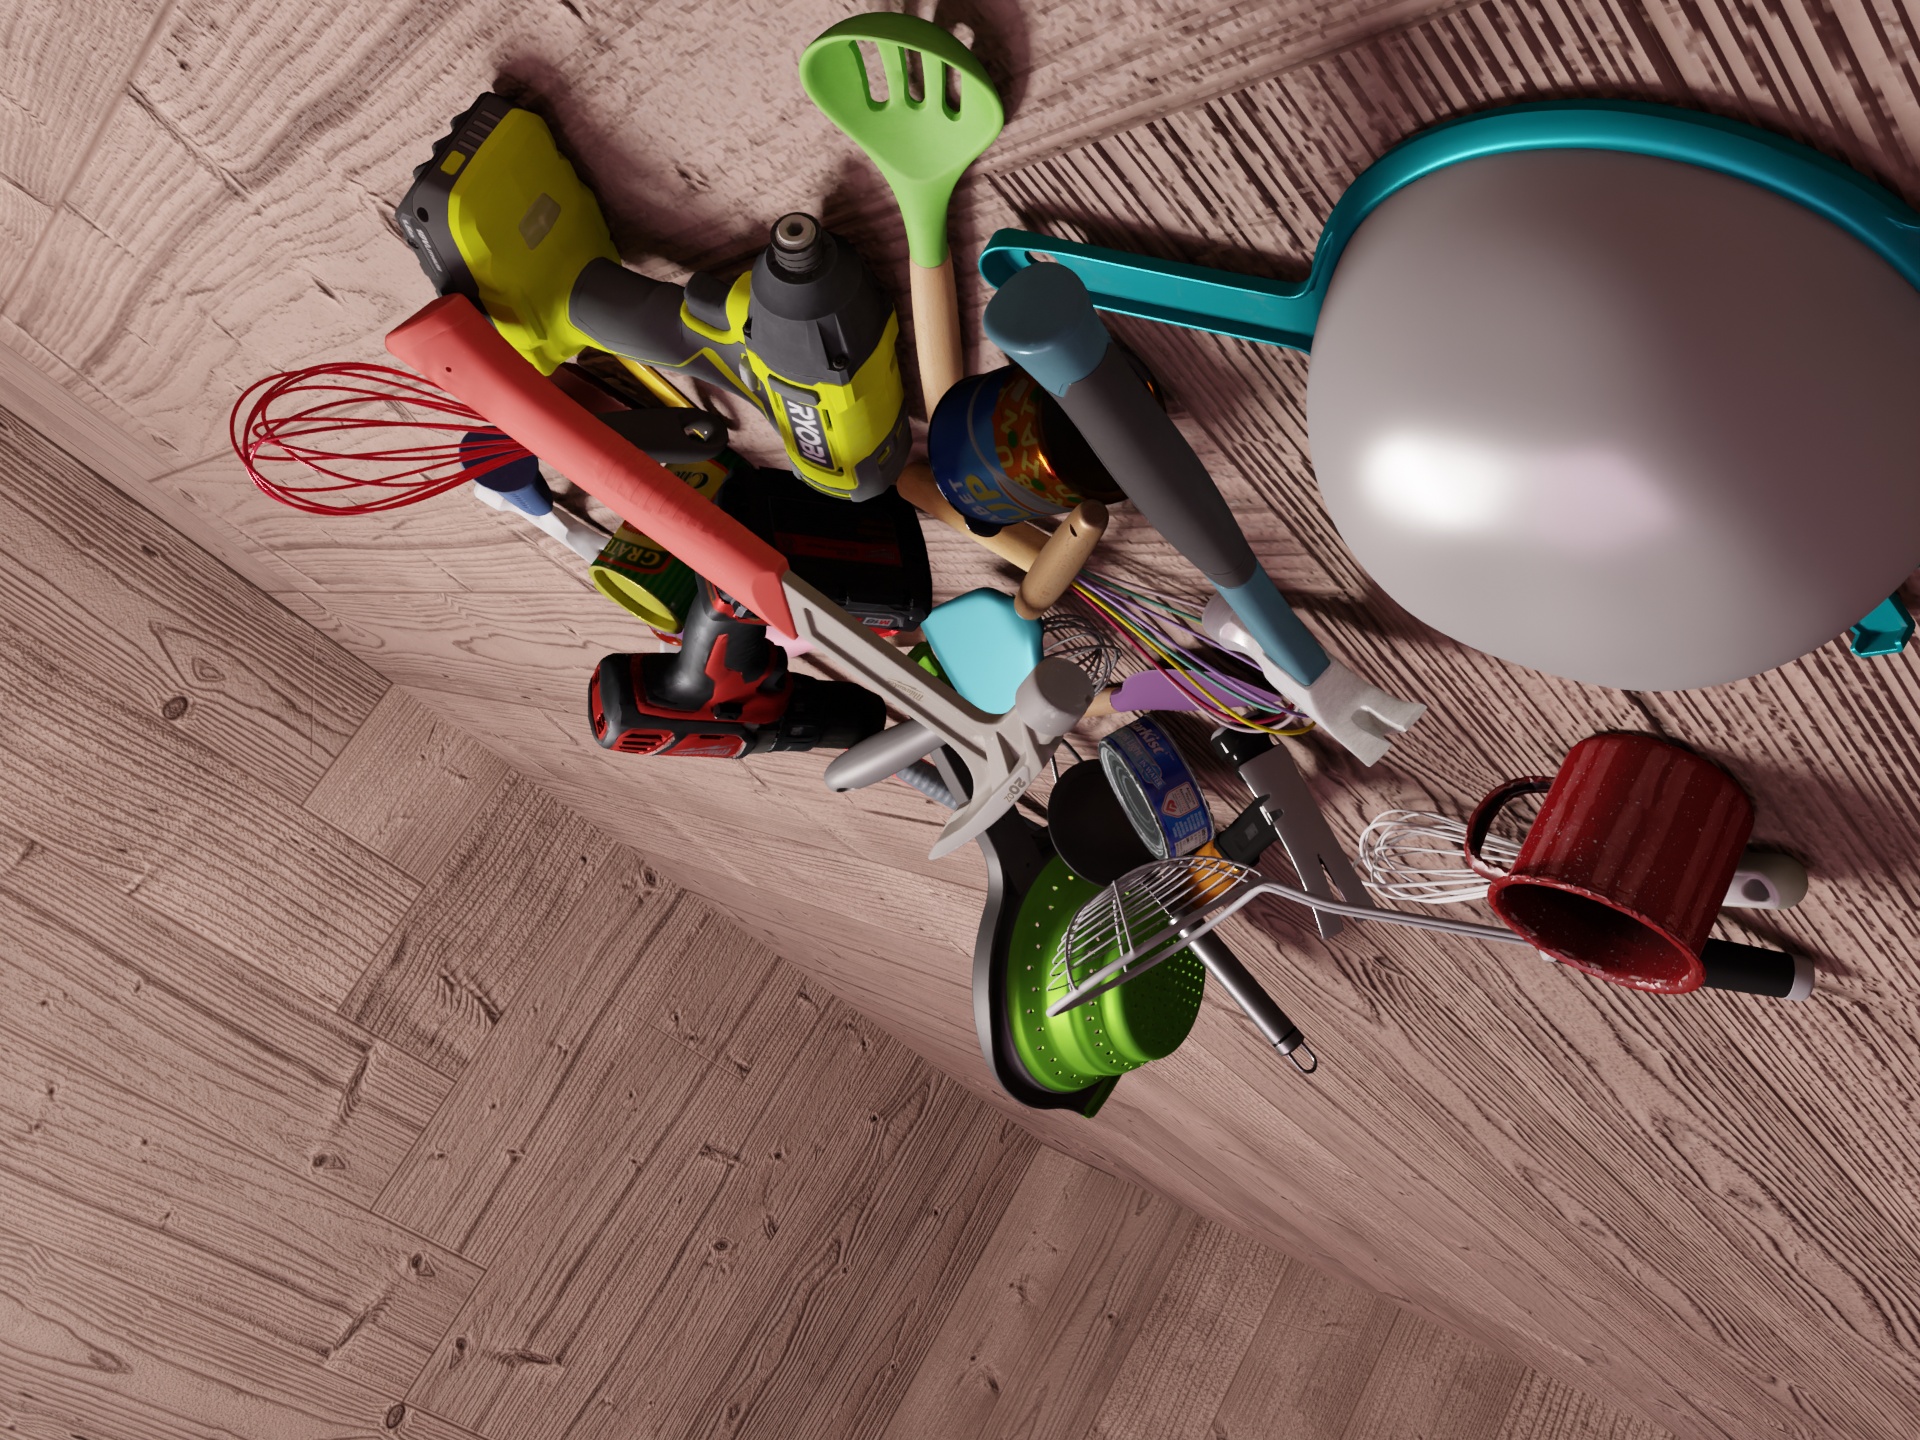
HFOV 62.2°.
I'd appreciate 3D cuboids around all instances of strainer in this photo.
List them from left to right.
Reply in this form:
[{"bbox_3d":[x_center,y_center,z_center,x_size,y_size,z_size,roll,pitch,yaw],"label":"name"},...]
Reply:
[{"bbox_3d":[0.133,0.119,0.995,0.258,0.087,0.050,50,147,10],"label":"strainer"},{"bbox_3d":[0.133,-0.092,0.507,0.340,0.095,0.210,21,160,28],"label":"strainer"}]

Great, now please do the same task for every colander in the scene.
[{"bbox_3d":[0.073,0.111,1.060,0.094,0.204,0.396,2,131,40],"label":"colander"}]

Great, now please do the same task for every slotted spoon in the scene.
[{"bbox_3d":[-0.013,-0.176,0.645,0.070,0.031,0.313,11,163,7],"label":"slotted spoon"}]

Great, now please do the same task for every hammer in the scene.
[{"bbox_3d":[-0.274,-0.142,1.044,0.144,0.035,0.405,33,176,-9],"label":"hammer"},{"bbox_3d":[-0.114,-0.074,0.752,0.359,0.037,0.149,36,139,-4],"label":"hammer"},{"bbox_3d":[-0.059,0.026,1.260,0.386,0.038,0.143,30,-178,-8],"label":"hammer"},{"bbox_3d":[0.093,-0.066,0.590,0.128,0.033,0.330,46,-175,34],"label":"hammer"},{"bbox_3d":[0.175,0.093,1.005,0.127,0.034,0.336,62,172,12],"label":"hammer"}]

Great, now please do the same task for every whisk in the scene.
[{"bbox_3d":[-0.228,-0.143,0.808,0.073,0.073,0.295,20,-159,34],"label":"whisk"},{"bbox_3d":[-0.002,-0.002,0.938,0.239,0.055,0.055,-27,124,39],"label":"whisk"},{"bbox_3d":[0.071,-0.063,0.795,0.245,0.047,0.051,32,165,11],"label":"whisk"},{"bbox_3d":[0.294,0.073,0.788,0.246,0.059,0.057,-2,115,55],"label":"whisk"}]

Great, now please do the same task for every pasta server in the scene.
[{"bbox_3d":[-0.068,-0.063,1.072,0.060,0.040,0.316,42,157,-30],"label":"pasta server"}]

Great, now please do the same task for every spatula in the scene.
[{"bbox_3d":[0.028,-0.052,0.749,0.082,0.044,0.317,59,172,4],"label":"spatula"},{"bbox_3d":[0.081,-0.012,0.958,0.059,0.018,0.316,20,169,-22],"label":"spatula"}]

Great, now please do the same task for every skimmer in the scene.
[{"bbox_3d":[0.227,0.129,0.784,0.363,0.090,0.127,8,166,6],"label":"skimmer"}]

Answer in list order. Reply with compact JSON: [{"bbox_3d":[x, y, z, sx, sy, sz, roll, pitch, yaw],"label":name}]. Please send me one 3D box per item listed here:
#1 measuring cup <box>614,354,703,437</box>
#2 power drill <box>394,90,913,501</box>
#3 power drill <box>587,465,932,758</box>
[{"bbox_3d":[-0.198,-0.197,0.903,0.156,0.029,0.062,40,161,-27],"label":"measuring cup"},{"bbox_3d":[-0.132,-0.195,0.723,0.223,0.080,0.171,24,162,13],"label":"power drill"},{"bbox_3d":[-0.096,-0.043,0.917,0.187,0.080,0.226,4,151,-30],"label":"power drill"}]
